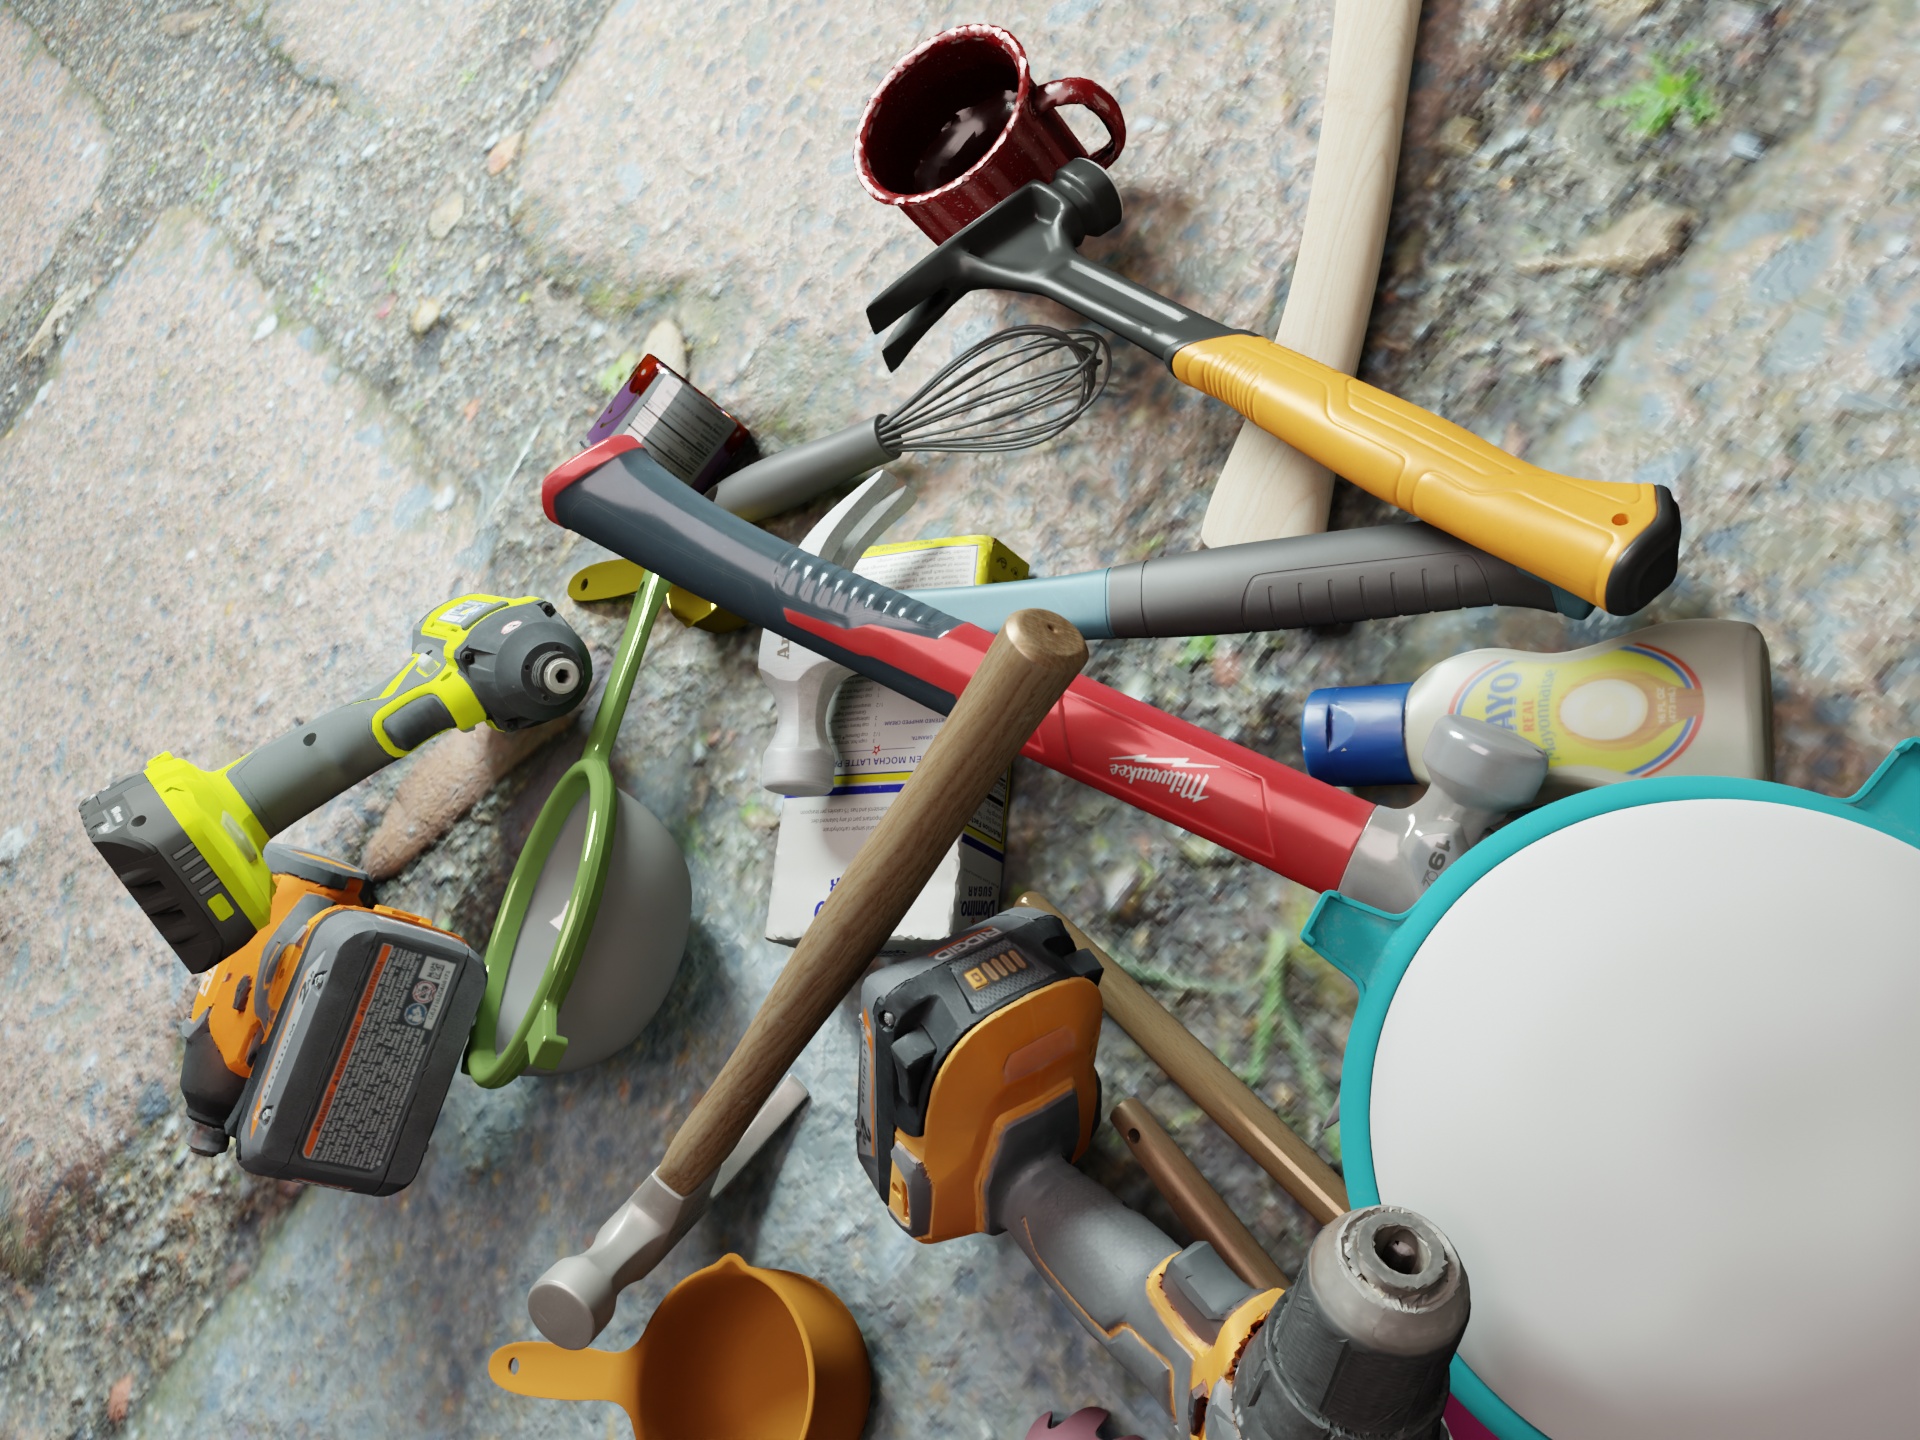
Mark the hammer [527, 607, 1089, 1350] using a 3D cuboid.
[{"bbox_3d":[-0.050,0.092,0.571,0.031,0.130,0.331,38,119,8],"label":"hammer"}]

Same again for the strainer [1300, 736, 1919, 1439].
[{"bbox_3d":[0.222,0.169,0.396,0.211,0.095,0.341,-16,71,8],"label":"strainer"}]

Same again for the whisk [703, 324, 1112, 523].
[{"bbox_3d":[-0.035,-0.129,0.745,0.239,0.055,0.055,-16,64,33],"label":"whisk"}]

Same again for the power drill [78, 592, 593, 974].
[{"bbox_3d":[-0.284,0.015,0.749,0.223,0.080,0.171,-36,23,-23],"label":"power drill"}]

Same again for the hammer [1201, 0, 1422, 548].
[{"bbox_3d":[0.174,-0.246,0.656,0.146,0.038,0.411,4,74,33],"label":"hammer"}]

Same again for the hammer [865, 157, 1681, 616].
[{"bbox_3d":[0.105,-0.122,0.585,0.127,0.034,0.337,-39,49,-14],"label":"hammer"}]

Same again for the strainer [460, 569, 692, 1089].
[{"bbox_3d":[-0.151,0.049,0.732,0.151,0.069,0.256,-25,47,59],"label":"strainer"}]

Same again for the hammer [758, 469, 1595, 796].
[{"bbox_3d":[0.072,-0.044,0.600,0.331,0.033,0.128,-5,76,24],"label":"hammer"}]

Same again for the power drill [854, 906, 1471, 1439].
[{"bbox_3d":[0.057,0.156,0.494,0.084,0.185,0.226,-21,46,-28],"label":"power drill"}]

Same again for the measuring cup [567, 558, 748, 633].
[{"bbox_3d":[-0.150,-0.070,0.814,0.156,0.029,0.062,0,72,46],"label":"measuring cup"}]

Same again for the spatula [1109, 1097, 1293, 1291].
[{"bbox_3d":[0.142,0.241,0.495,0.059,0.018,0.316,-54,52,19],"label":"spatula"}]

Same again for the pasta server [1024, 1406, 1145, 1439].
[{"bbox_3d":[0.125,0.326,0.470,0.316,0.040,0.060,33,91,34],"label":"pasta server"}]

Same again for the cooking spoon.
[{"bbox_3d":[0.120,0.159,0.541,0.069,0.017,0.319,-53,53,6],"label":"cooking spoon"}]

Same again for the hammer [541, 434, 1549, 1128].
[{"bbox_3d":[-0.001,-0.002,0.583,0.386,0.038,0.143,25,106,20],"label":"hammer"}]

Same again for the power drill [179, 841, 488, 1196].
[{"bbox_3d":[-0.321,0.154,0.773,0.227,0.084,0.164,7,75,54],"label":"power drill"}]

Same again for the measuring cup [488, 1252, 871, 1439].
[{"bbox_3d":[-0.112,0.263,0.635,0.173,0.052,0.095,-10,66,32],"label":"measuring cup"}]
